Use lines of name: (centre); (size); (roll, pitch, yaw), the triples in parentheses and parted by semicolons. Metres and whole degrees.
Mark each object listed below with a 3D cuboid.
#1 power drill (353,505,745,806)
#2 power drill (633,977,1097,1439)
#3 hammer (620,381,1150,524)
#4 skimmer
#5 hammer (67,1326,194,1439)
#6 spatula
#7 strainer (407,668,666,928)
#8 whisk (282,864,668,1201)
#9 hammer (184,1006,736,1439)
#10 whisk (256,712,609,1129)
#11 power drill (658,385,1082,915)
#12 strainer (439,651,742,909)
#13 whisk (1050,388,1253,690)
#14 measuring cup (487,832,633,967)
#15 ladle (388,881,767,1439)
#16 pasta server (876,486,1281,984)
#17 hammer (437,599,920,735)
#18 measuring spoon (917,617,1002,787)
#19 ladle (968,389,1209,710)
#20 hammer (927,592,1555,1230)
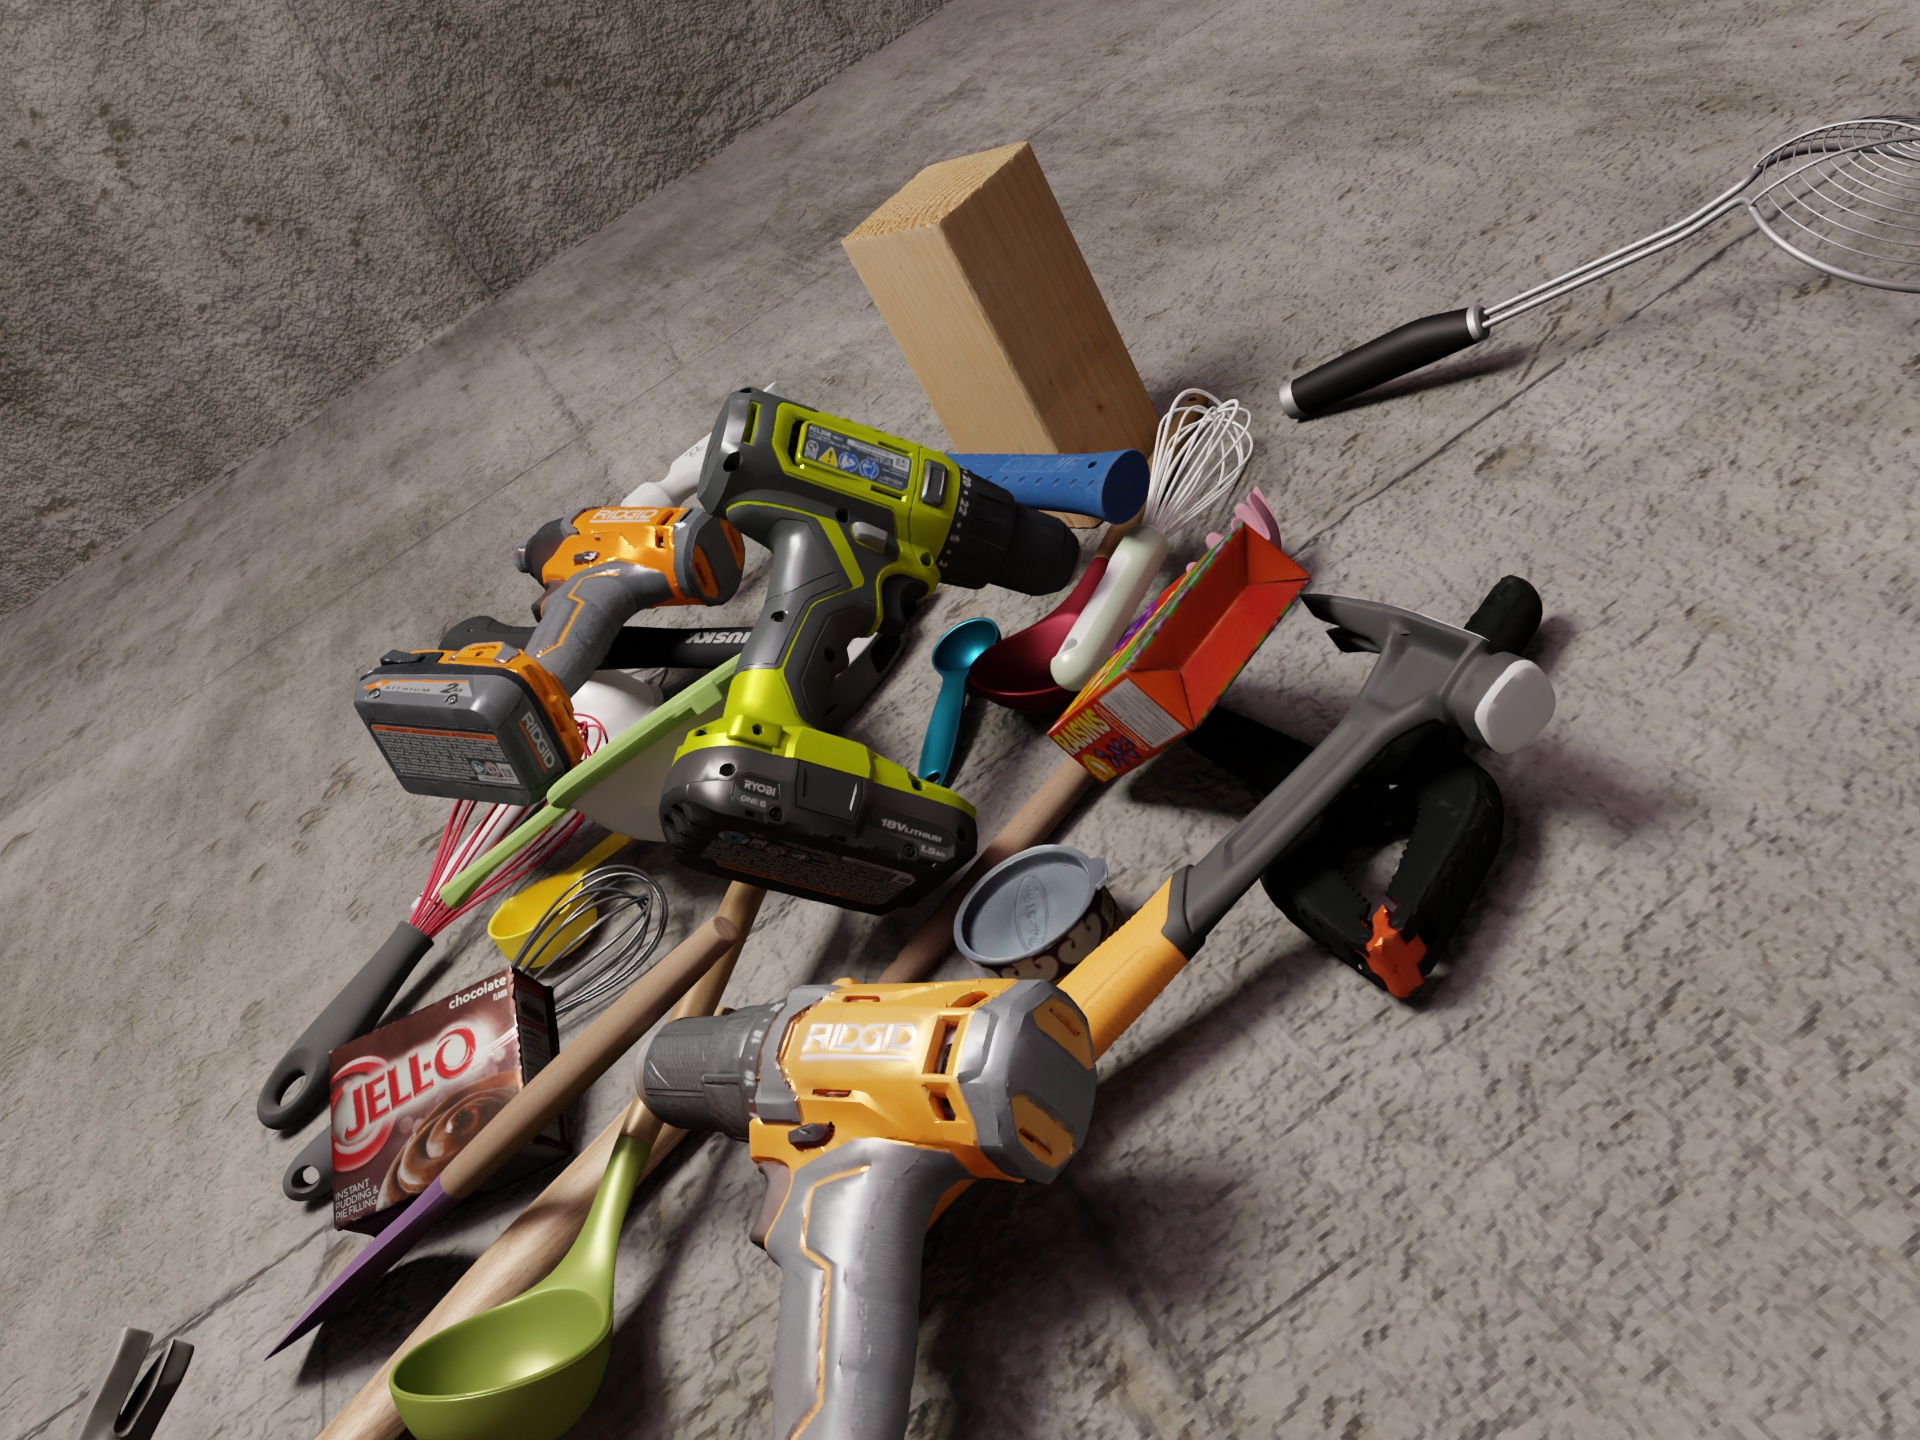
power drill: (-0.250, -0.052, 0.949); (0.164, 0.084, 0.227); (4, 40, 29)
power drill: (-0.063, 0.189, 0.514); (0.185, 0.084, 0.226); (-8, 52, 36)
hammer: (-0.048, -0.153, 0.966); (0.406, 0.035, 0.144); (12, 50, 46)
skimmer: (0.338, -0.207, 0.822); (0.363, 0.090, 0.127); (-18, 34, 42)
hammer: (-0.218, 0.281, 0.501); (0.359, 0.036, 0.149); (-15, 51, 41)
spatula: (-0.191, 0.175, 0.650); (0.316, 0.018, 0.060); (-43, -5, 24)
strainer: (-0.274, 0.038, 1.019); (0.087, 0.050, 0.258); (12, 53, 32)
whisk: (-0.247, 0.159, 0.808); (0.239, 0.055, 0.055); (-40, 31, -7)
hammer: (-0.204, 0.246, 0.654); (0.331, 0.031, 0.130); (-46, 33, -23)
whisk: (-0.302, 0.108, 0.922); (0.073, 0.073, 0.296); (4, 51, 46)
power drill: (-0.039, -0.033, 0.743); (0.080, 0.190, 0.229); (136, 146, -57)
strainer: (-0.176, 0.050, 0.850); (0.256, 0.069, 0.151); (-35, 3, 20)
whisk: (0.102, -0.100, 0.849); (0.058, 0.059, 0.246); (-25, 25, 46)
measuring cup: (-0.198, 0.086, 0.901); (0.062, 0.029, 0.156); (-1, 30, 43)
ladle: (-0.131, 0.145, 0.657); (0.078, 0.062, 0.320); (-8, 42, 30)
pasta server: (0.061, 0.006, 0.754); (0.316, 0.040, 0.060); (-48, -1, -21)
hammer: (-0.194, -0.042, 1.000); (0.335, 0.035, 0.146); (1, 44, 26)
measuring spoon: (-0.001, -0.003, 0.854); (0.042, 0.021, 0.129); (-13, 44, 29)
ladle: (0.088, -0.103, 0.901); (0.069, 0.031, 0.316); (7, 44, 26)
hammer: (0.063, 0.085, 0.593); (0.337, 0.034, 0.127); (-45, 27, -4)
